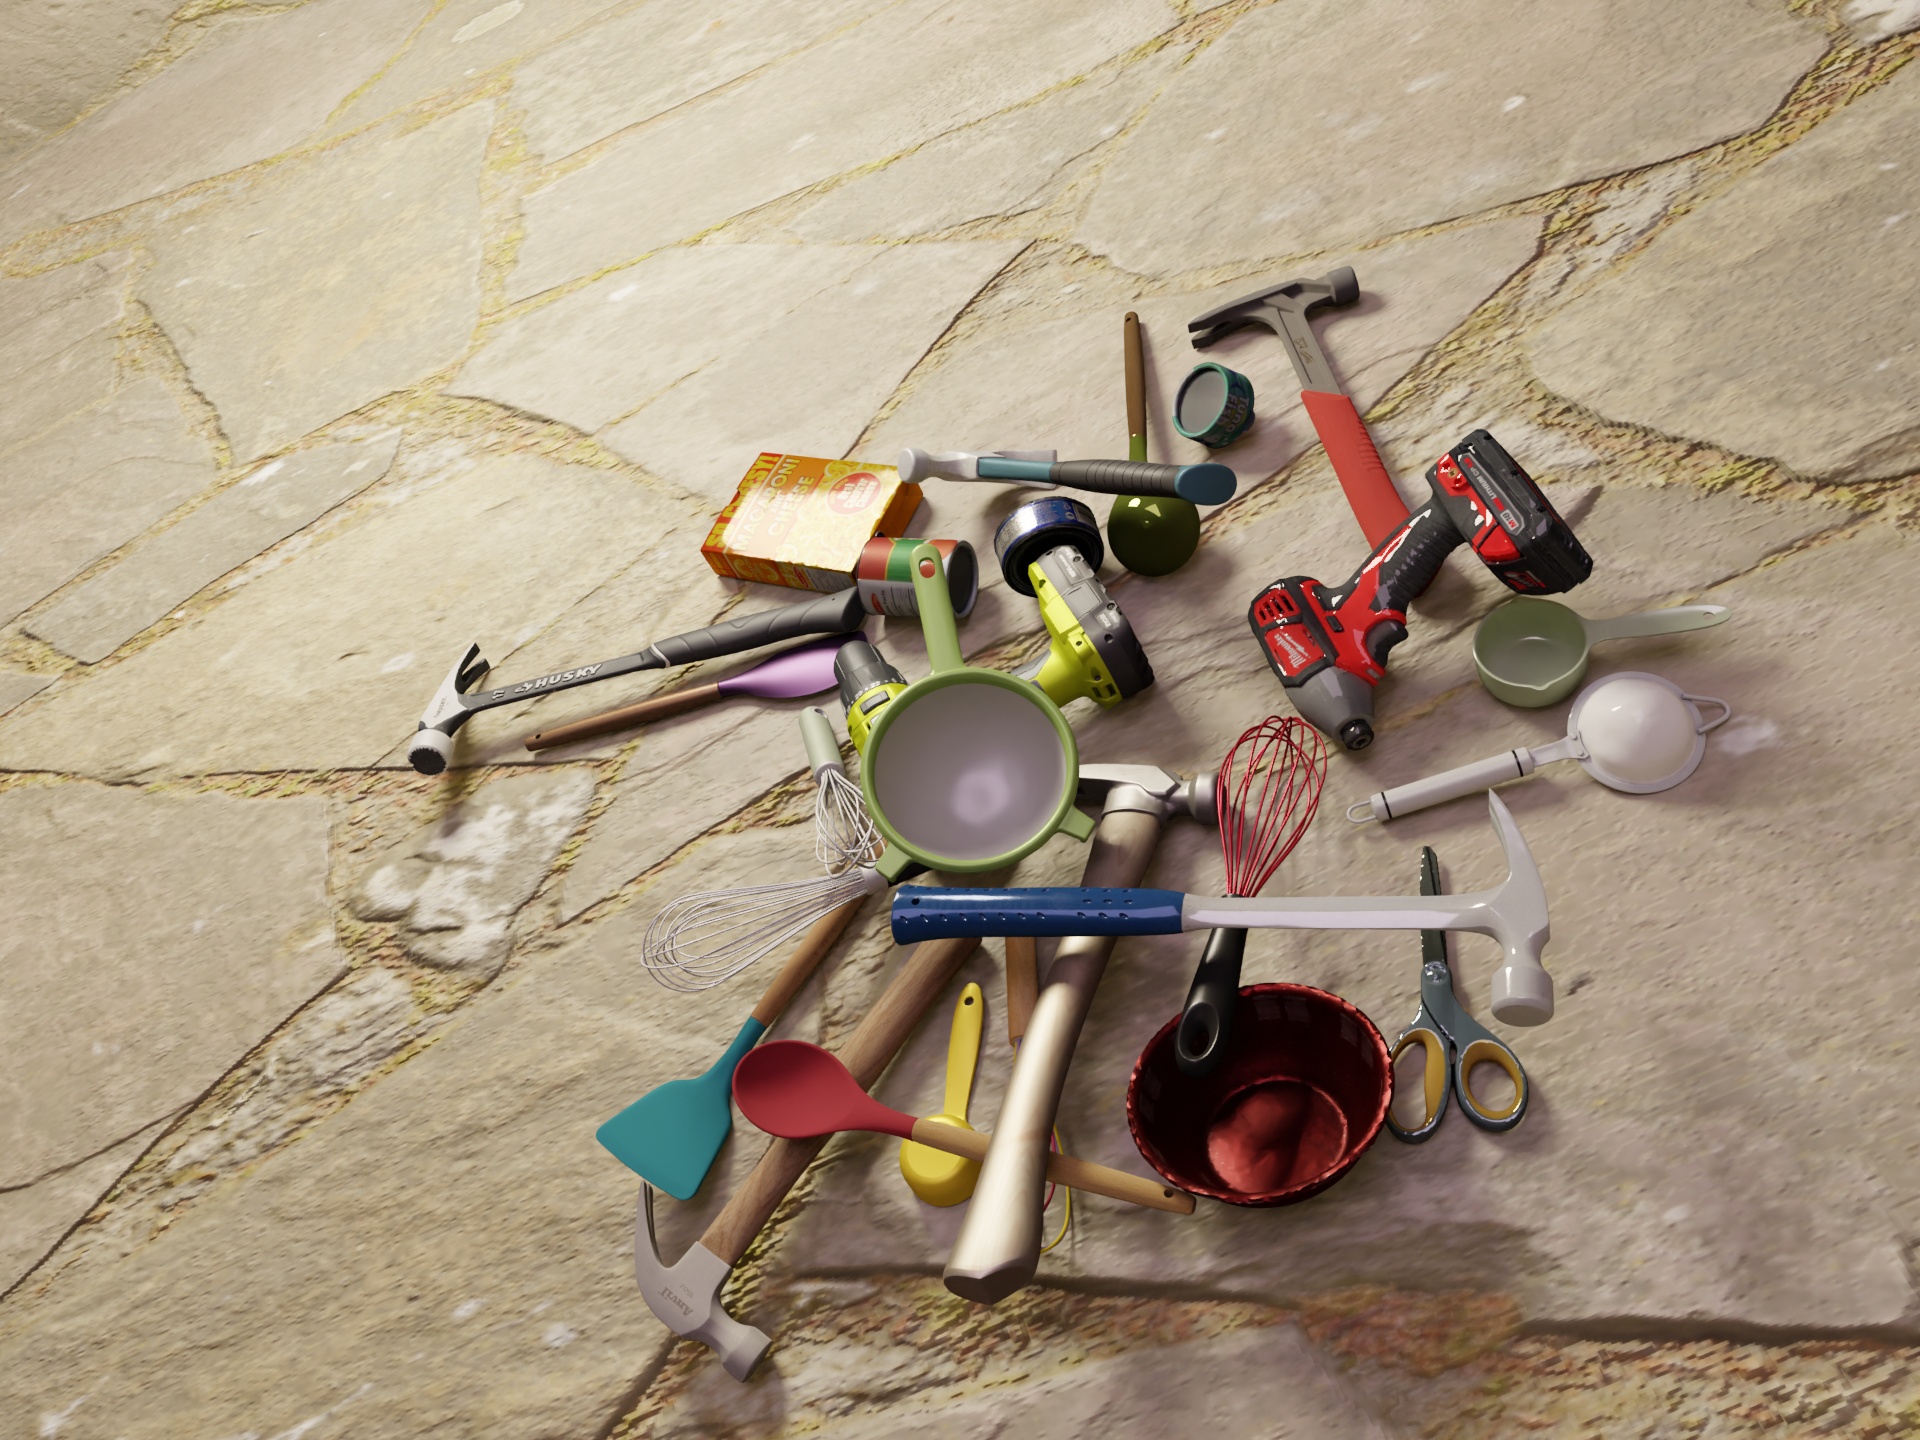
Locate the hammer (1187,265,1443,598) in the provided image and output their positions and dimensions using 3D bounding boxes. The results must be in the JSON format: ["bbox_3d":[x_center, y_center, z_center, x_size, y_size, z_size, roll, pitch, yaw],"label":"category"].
[{"bbox_3d":[0.298,-0.235,1.289,0.149,0.036,0.359,-19,51,9],"label":"hammer"}]

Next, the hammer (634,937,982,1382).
[{"bbox_3d":[-0.095,0.263,1.074,0.130,0.031,0.331,32,67,14],"label":"hammer"}]

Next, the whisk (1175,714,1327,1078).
[{"bbox_3d":[0.186,0.105,1.044,0.073,0.073,0.296,4,48,24],"label":"whisk"}]

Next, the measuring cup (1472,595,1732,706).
[{"bbox_3d":[0.441,-0.051,1.097,0.167,0.038,0.083,-9,53,14],"label":"measuring cup"}]

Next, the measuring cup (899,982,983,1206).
[{"bbox_3d":[-0.006,0.244,1.066,0.062,0.029,0.157,-4,56,20],"label":"measuring cup"}]

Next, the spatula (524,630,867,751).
[{"bbox_3d":[-0.228,-0.018,1.357,0.316,0.018,0.060,-15,48,11],"label":"spatula"}]

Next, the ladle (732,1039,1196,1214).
[{"bbox_3d":[-0.004,0.260,0.993,0.315,0.031,0.069,9,49,26],"label":"ladle"}]

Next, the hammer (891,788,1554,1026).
[{"bbox_3d":[0.152,0.115,0.992,0.405,0.035,0.144,-3,53,20],"label":"hammer"}]

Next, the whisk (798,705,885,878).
[{"bbox_3d":[-0.097,0.046,1.196,0.059,0.057,0.247,-54,24,13],"label":"whisk"}]

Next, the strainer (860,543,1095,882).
[{"bbox_3d":[-0.002,-0.004,1.137,0.151,0.069,0.257,-12,65,0],"label":"strainer"}]

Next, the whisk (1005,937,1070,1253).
[{"bbox_3d":[0.040,0.232,1.051,0.047,0.051,0.245,-16,48,18],"label":"whisk"}]

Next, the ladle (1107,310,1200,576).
[{"bbox_3d":[0.158,-0.246,1.358,0.078,0.062,0.320,-26,40,28],"label":"ladle"}]

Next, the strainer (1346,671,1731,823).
[{"bbox_3d":[0.385,0.026,1.063,0.258,0.050,0.087,-19,65,13],"label":"strainer"}]

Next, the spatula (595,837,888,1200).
[{"bbox_3d":[-0.130,0.195,1.146,0.082,0.044,0.317,30,68,16],"label":"spatula"}]

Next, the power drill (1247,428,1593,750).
[{"bbox_3d":[0.314,-0.084,1.110,0.219,0.078,0.143,-39,49,24],"label":"power drill"}]

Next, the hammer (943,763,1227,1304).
[{"bbox_3d":[0.060,0.178,1.024,0.146,0.038,0.411,1,42,24],"label":"hammer"}]

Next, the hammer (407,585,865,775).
[{"bbox_3d":[-0.277,-0.053,1.381,0.409,0.036,0.149,-14,38,10],"label":"hammer"}]

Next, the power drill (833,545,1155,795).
[{"bbox_3d":[0.015,-0.035,1.234,0.228,0.080,0.191,-31,49,2],"label":"power drill"}]

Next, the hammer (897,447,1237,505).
[{"bbox_3d":[0.088,-0.193,1.250,0.128,0.033,0.331,-5,13,-33],"label":"hammer"}]

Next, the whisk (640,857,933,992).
[{"bbox_3d":[-0.093,0.124,1.147,0.284,0.070,0.070,-19,49,-14],"label":"whisk"}]
